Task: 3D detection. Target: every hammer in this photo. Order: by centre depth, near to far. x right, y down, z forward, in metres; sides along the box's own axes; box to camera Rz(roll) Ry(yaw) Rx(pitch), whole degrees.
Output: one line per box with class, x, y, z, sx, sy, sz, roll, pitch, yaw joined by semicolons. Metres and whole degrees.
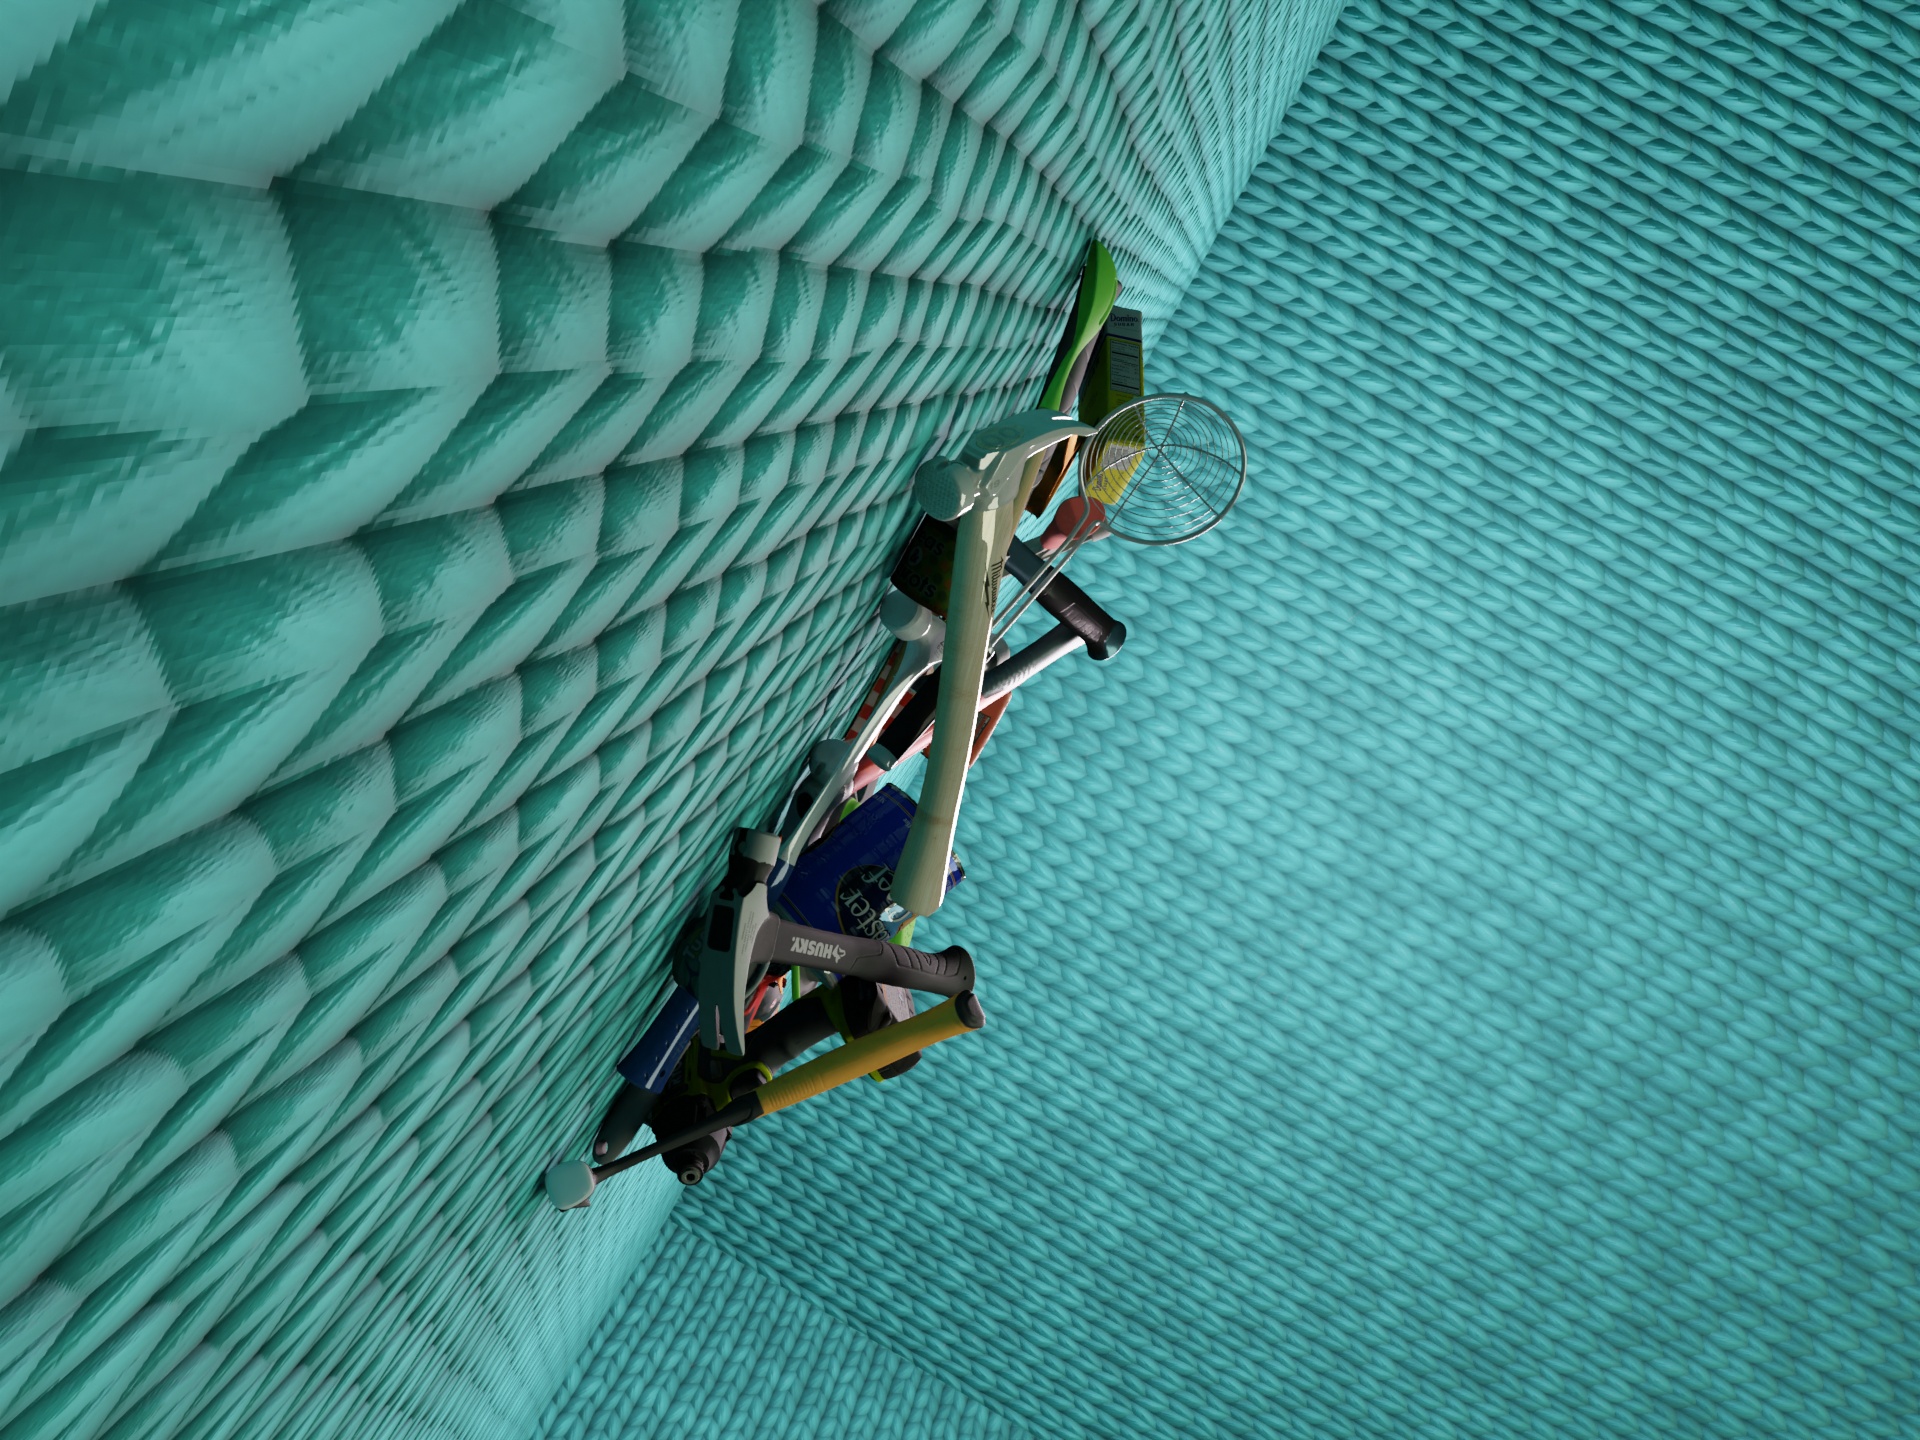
hammer;0.005;-0.022;1.113;0.146;0.038;0.410;-32;145;-40
hammer;-0.079;0.180;1.176;0.334;0.035;0.146;27;73;-58
hammer;-0.139;0.280;1.180;0.337;0.034;0.127;-21;168;-13
hammer;-0.122;0.097;1.187;0.405;0.035;0.144;-57;154;-6
hammer;0.046;-0.185;1.321;0.149;0.036;0.408;-30;149;-49
hammer;0.067;-0.115;1.325;0.128;0.033;0.330;-62;150;-2
hammer;-0.002;-0.004;1.402;0.386;0.038;0.143;-33;159;-38
hammer;0.088;-0.178;1.545;0.149;0.036;0.359;-22;-177;1

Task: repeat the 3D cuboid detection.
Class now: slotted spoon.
slotted spoon;0.055;-0.201;1.160;0.070;0.031;0.314;165;-54;-84

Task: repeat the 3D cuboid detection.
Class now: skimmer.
skimmer;0.070;-0.097;1.182;0.363;0.127;0.090;-49;-152;-15

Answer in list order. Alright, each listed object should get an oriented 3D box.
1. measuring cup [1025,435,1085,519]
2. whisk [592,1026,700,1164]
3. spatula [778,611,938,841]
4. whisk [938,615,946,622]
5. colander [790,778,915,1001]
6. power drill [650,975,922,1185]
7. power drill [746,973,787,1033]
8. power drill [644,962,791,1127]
measuring cup;0.077;-0.252;1.481;0.095;0.052;0.173;-60;176;-11
whisk;-0.225;0.258;1.282;0.239;0.055;0.055;-57;178;0
spatula;-0.070;-0.030;1.405;0.322;0.041;0.081;-64;177;-3
whisk;0.023;-0.165;1.517;0.047;0.051;0.245;109;6;-49
colander;-0.077;0.120;1.576;0.397;0.094;0.204;-74;170;-56
power drill;-0.149;0.281;1.305;0.223;0.080;0.171;-30;-156;5
power drill;-0.173;0.221;1.675;0.226;0.084;0.164;-55;177;-19
power drill;-0.214;0.277;1.465;0.227;0.080;0.188;-63;179;-12
